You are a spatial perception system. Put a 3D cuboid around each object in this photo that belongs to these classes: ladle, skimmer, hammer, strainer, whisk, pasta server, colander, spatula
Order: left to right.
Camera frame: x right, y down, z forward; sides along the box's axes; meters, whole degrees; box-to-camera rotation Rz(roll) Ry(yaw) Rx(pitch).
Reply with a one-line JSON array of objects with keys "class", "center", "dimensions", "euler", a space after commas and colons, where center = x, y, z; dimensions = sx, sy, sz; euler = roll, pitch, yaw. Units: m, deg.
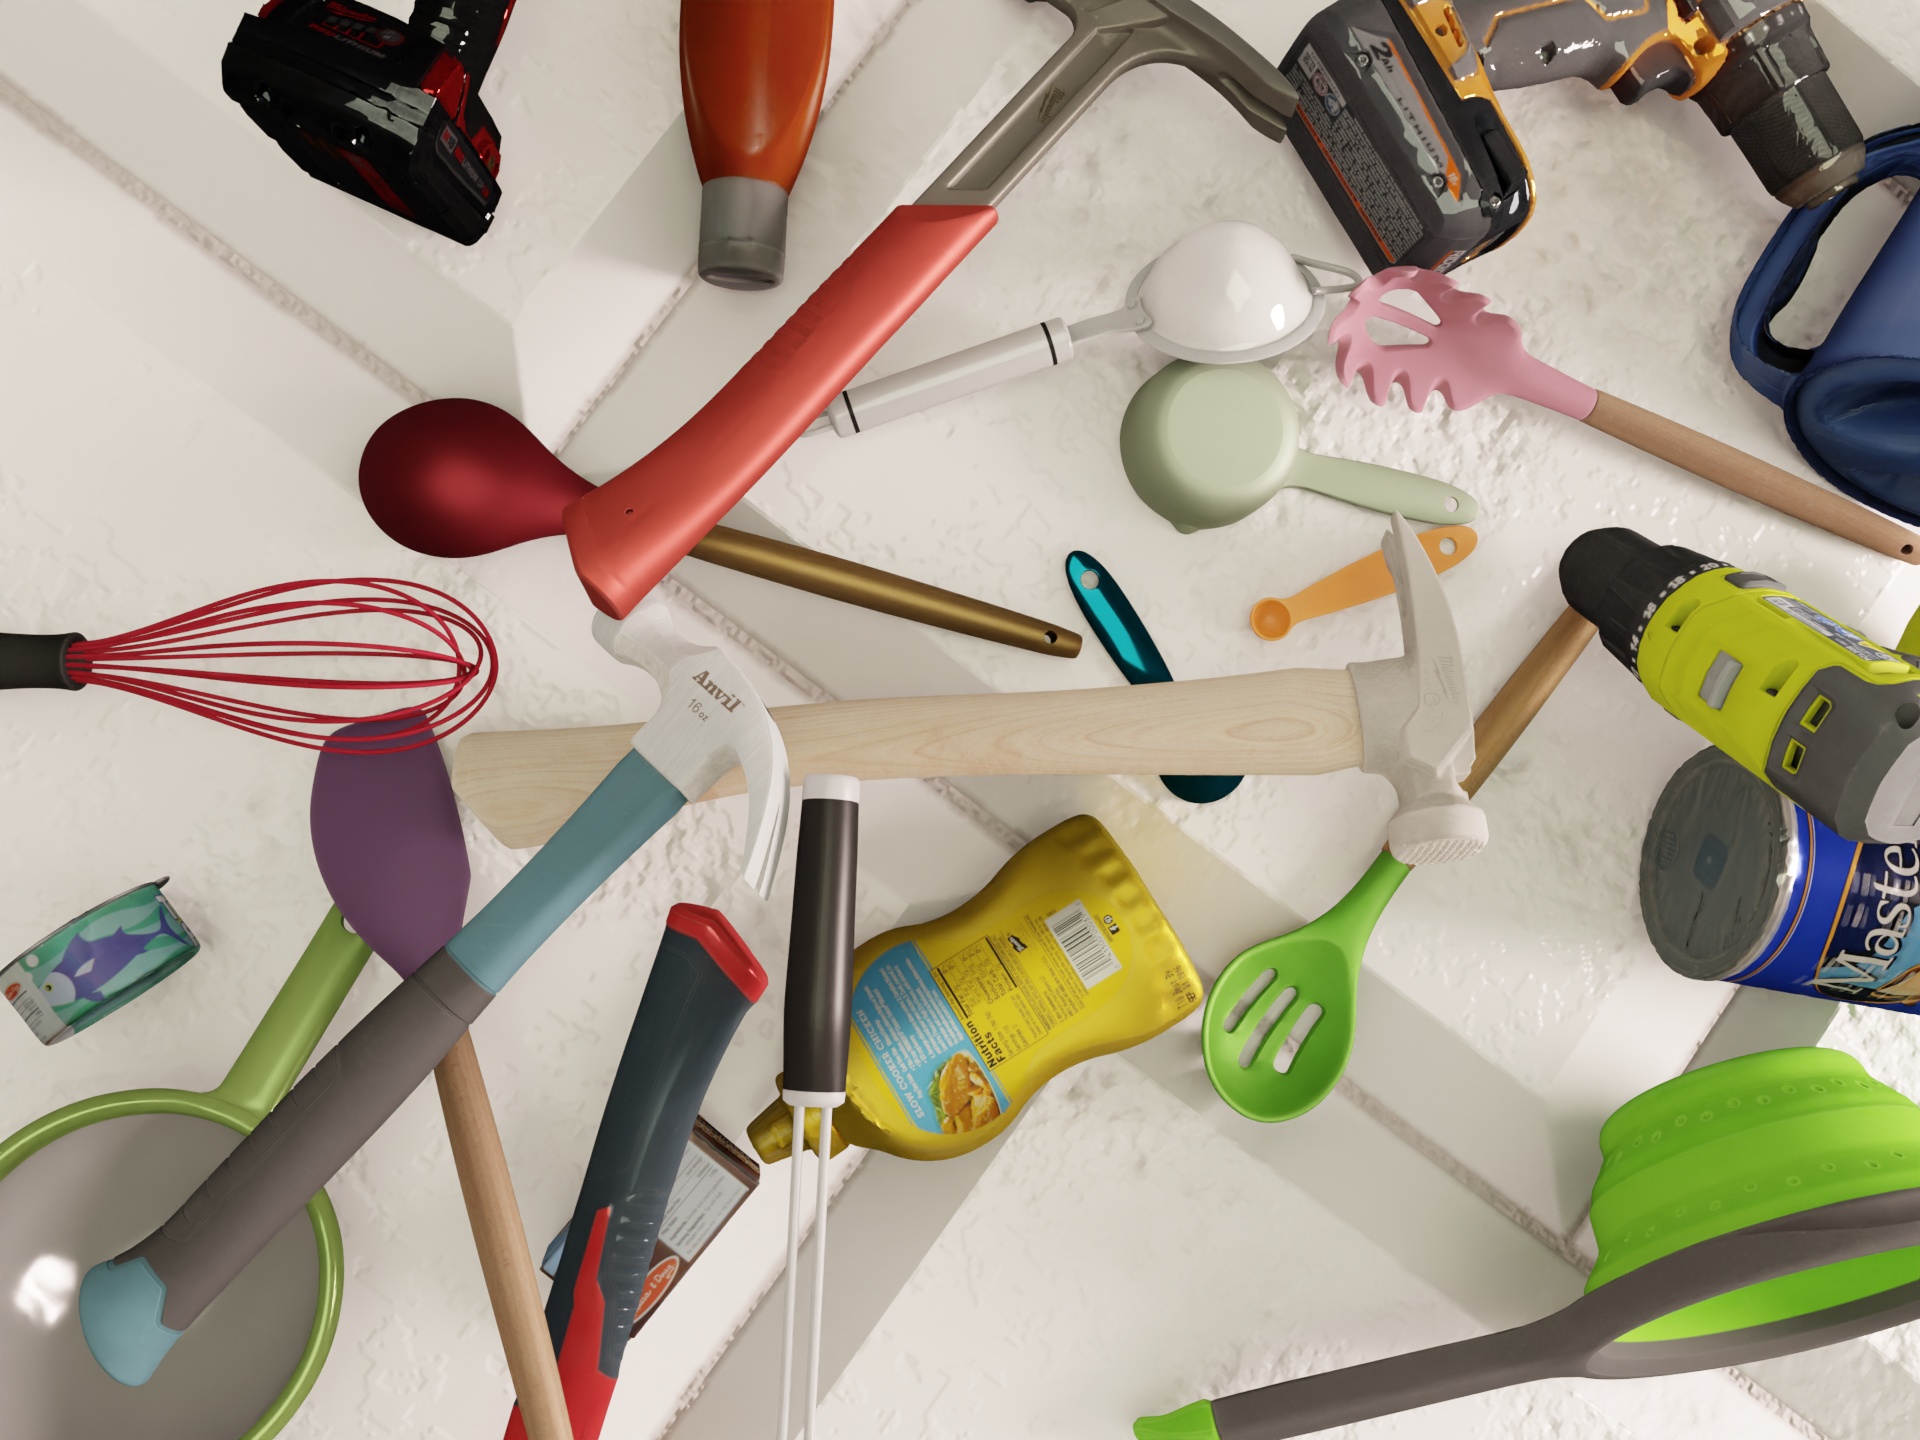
[{"class": "whisk", "center": [-0.333, -0.023, 0.633], "dimensions": [0.296, 0.073, 0.073], "euler": [0, 88, 0]}, {"class": "strainer", "center": [-0.292, 0.177, 0.634], "dimensions": [0.151, 0.069, 0.256], "euler": [26, 68, -2]}, {"class": "hammer", "center": [-0.193, 0.102, 0.592], "dimensions": [0.128, 0.033, 0.331], "euler": [39, 79, 20]}, {"class": "spatula", "center": [-0.196, 0.139, 0.615], "dimensions": [0.060, 0.018, 0.316], "euler": [-20, 70, -7]}, {"class": "hammer", "center": [-0.168, 0.256, 0.620], "dimensions": [0.143, 0.038, 0.386], "euler": [16, 89, -4]}, {"class": "ladle", "center": [-0.099, -0.072, 0.676], "dimensions": [0.315, 0.031, 0.069], "euler": [15, 83, -8]}, {"class": "skimmer", "center": [-0.060, 0.205, 0.615], "dimensions": [0.127, 0.090, 0.363], "euler": [3, 82, -3]}, {"class": "hammer", "center": [-0.021, -0.175, 0.646], "dimensions": [0.149, 0.036, 0.359], "euler": [38, 76, 8]}, {"class": "hammer", "center": [-0.001, -0.002, 0.655], "dimensions": [0.410, 0.038, 0.146], "euler": [-4, 69, 1]}, {"class": "strainer", "center": [0.049, -0.166, 0.681], "dimensions": [0.258, 0.050, 0.087], "euler": [-19, 51, 1]}, {"class": "colander", "center": [0.258, 0.222, 0.672], "dimensions": [0.397, 0.204, 0.095], "euler": [-17, 56, 8]}, {"class": "pasta server", "center": [0.305, -0.127, 0.709], "dimensions": [0.316, 0.040, 0.060], "euler": [20, 123, -11]}]

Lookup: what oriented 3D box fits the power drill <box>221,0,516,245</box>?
[{"class": "power drill", "center": [-0.191, -0.312, 0.615], "dimensions": [0.078, 0.143, 0.220], "euler": [23, 88, -3]}]

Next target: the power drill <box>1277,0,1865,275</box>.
[{"class": "power drill", "center": [0.274, -0.273, 0.696], "dimensions": [0.226, 0.084, 0.185], "euler": [-30, 88, -11]}]

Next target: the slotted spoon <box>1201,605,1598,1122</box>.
[{"class": "slotted spoon", "center": [0.210, 0.044, 0.707], "dimensions": [0.070, 0.031, 0.314], "euler": [40, 82, -4]}]

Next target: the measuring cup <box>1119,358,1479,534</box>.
[{"class": "measuring cup", "center": [0.154, -0.114, 0.698], "dimensions": [0.167, 0.038, 0.083], "euler": [13, 87, -4]}]

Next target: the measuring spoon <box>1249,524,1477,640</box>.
[{"class": "measuring spoon", "center": [0.181, -0.063, 0.717], "dimensions": [0.117, 0.011, 0.021], "euler": [-22, 88, -10]}]

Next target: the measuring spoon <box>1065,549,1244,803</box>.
[{"class": "measuring spoon", "center": [0.084, -0.020, 0.695], "dimensions": [0.042, 0.021, 0.128], "euler": [-34, 93, -7]}]

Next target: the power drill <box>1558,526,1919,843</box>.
[{"class": "power drill", "center": [0.380, -0.022, 0.658], "dimensions": [0.228, 0.191, 0.080], "euler": [2, 119, -22]}]
